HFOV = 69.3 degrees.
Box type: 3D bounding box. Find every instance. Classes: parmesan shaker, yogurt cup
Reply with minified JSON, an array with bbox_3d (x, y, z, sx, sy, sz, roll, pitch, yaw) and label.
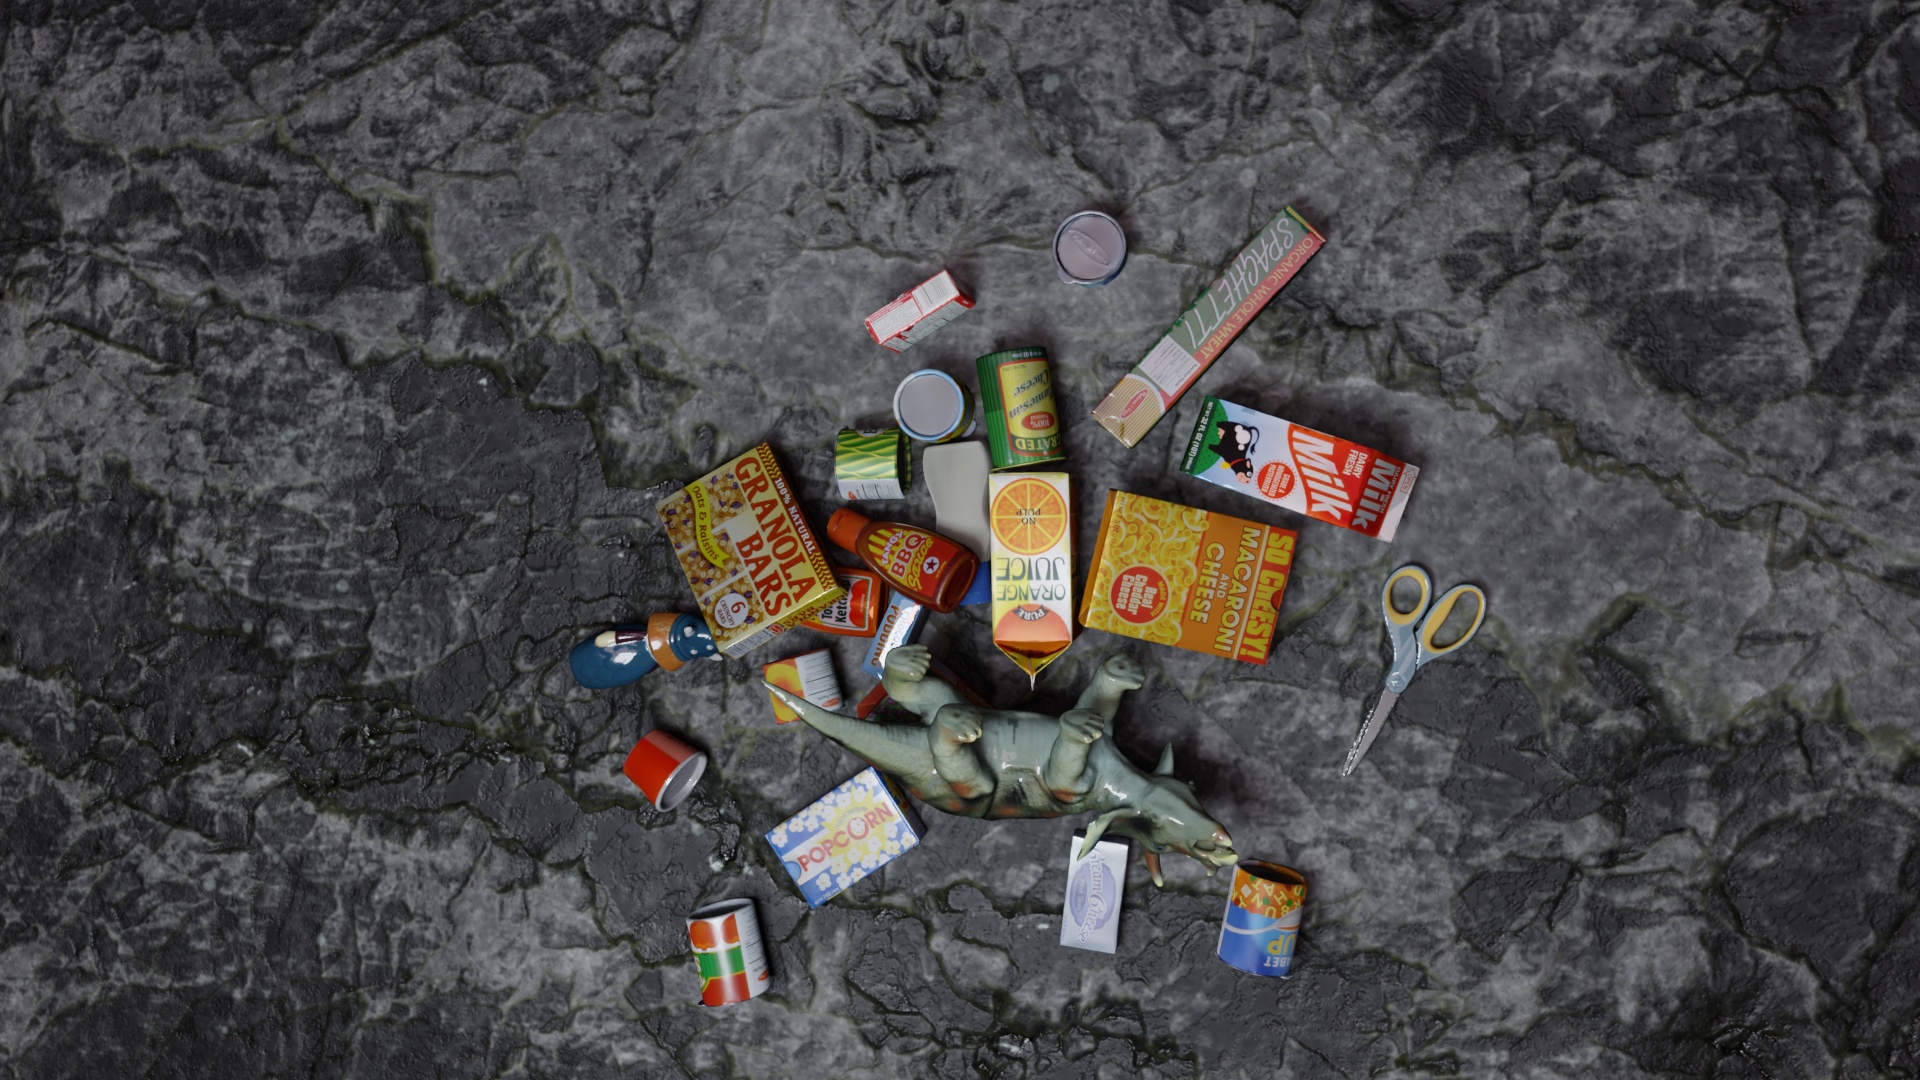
[{"bbox_3d":[0.051,-0.118,1.248,0.071,0.071,0.103,-10,91,11],"label":"parmesan shaker"},{"bbox_3d":[-0.284,0.217,1.328,0.054,0.072,0.072,34,98,16],"label":"yogurt cup"}]

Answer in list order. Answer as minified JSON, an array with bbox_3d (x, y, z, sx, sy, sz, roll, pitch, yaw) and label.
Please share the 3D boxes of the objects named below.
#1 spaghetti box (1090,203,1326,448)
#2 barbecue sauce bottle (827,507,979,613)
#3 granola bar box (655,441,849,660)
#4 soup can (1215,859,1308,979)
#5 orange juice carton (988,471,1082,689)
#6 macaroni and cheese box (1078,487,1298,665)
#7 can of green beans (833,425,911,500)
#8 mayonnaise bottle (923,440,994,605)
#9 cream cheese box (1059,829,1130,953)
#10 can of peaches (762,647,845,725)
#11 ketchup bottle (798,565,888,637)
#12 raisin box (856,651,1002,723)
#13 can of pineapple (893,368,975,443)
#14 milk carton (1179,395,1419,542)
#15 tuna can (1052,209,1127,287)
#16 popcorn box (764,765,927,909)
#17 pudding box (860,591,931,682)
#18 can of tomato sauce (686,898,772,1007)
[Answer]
[{"bbox_3d":[0.220,-0.187,1.234,0.050,0.029,0.249,44,99,6],"label":"spaghetti box"},{"bbox_3d":[-0.057,0.011,1.262,0.149,0.043,0.065,25,81,33],"label":"barbecue sauce bottle"},{"bbox_3d":[-0.193,0.009,1.283,0.124,0.039,0.166,-29,67,3],"label":"granola bar box"},{"bbox_3d":[0.268,0.333,1.224,0.071,0.071,0.083,12,94,10],"label":"soup can"},{"bbox_3d":[0.069,0.034,1.249,0.073,0.072,0.192,-1,92,12],"label":"orange juice carton"},{"bbox_3d":[0.200,0.032,1.219,0.166,0.040,0.123,13,94,-5],"label":"macaroni and cheese box"},{"bbox_3d":[-0.080,-0.071,1.276,0.058,0.071,0.071,-1,92,10],"label":"can of green beans"},{"bbox_3d":[0.005,-0.016,1.276,0.065,0.041,0.148,-6,92,18],"label":"mayonnaise bottle"},{"bbox_3d":[0.123,0.322,1.274,0.053,0.024,0.103,7,94,9],"label":"cream cheese box"},{"bbox_3d":[-0.148,0.136,1.298,0.071,0.071,0.058,-15,90,11],"label":"can of peaches"},{"bbox_3d":[-0.144,0.052,1.305,0.149,0.043,0.064,6,90,11],"label":"ketchup bottle"},{"bbox_3d":[-0.020,0.164,1.263,0.123,0.040,0.086,40,99,-20],"label":"raisin box"},{"bbox_3d":[-0.022,-0.121,1.268,0.071,0.058,0.071,0,92,11],"label":"can of pineapple"},{"bbox_3d":[0.292,-0.062,1.202,0.191,0.073,0.072,21,96,9],"label":"milk carton"},{"bbox_3d":[0.115,-0.260,1.249,0.071,0.033,0.071,0,92,11],"label":"tuna can"},{"bbox_3d":[-0.107,0.276,1.309,0.126,0.038,0.085,-34,87,10],"label":"popcorn box"},{"bbox_3d":[-0.058,0.088,1.286,0.030,0.050,0.083,25,97,10],"label":"pudding box"},{"bbox_3d":[-0.222,0.391,1.320,0.071,0.071,0.083,-12,89,11],"label":"can of tomato sauce"}]
